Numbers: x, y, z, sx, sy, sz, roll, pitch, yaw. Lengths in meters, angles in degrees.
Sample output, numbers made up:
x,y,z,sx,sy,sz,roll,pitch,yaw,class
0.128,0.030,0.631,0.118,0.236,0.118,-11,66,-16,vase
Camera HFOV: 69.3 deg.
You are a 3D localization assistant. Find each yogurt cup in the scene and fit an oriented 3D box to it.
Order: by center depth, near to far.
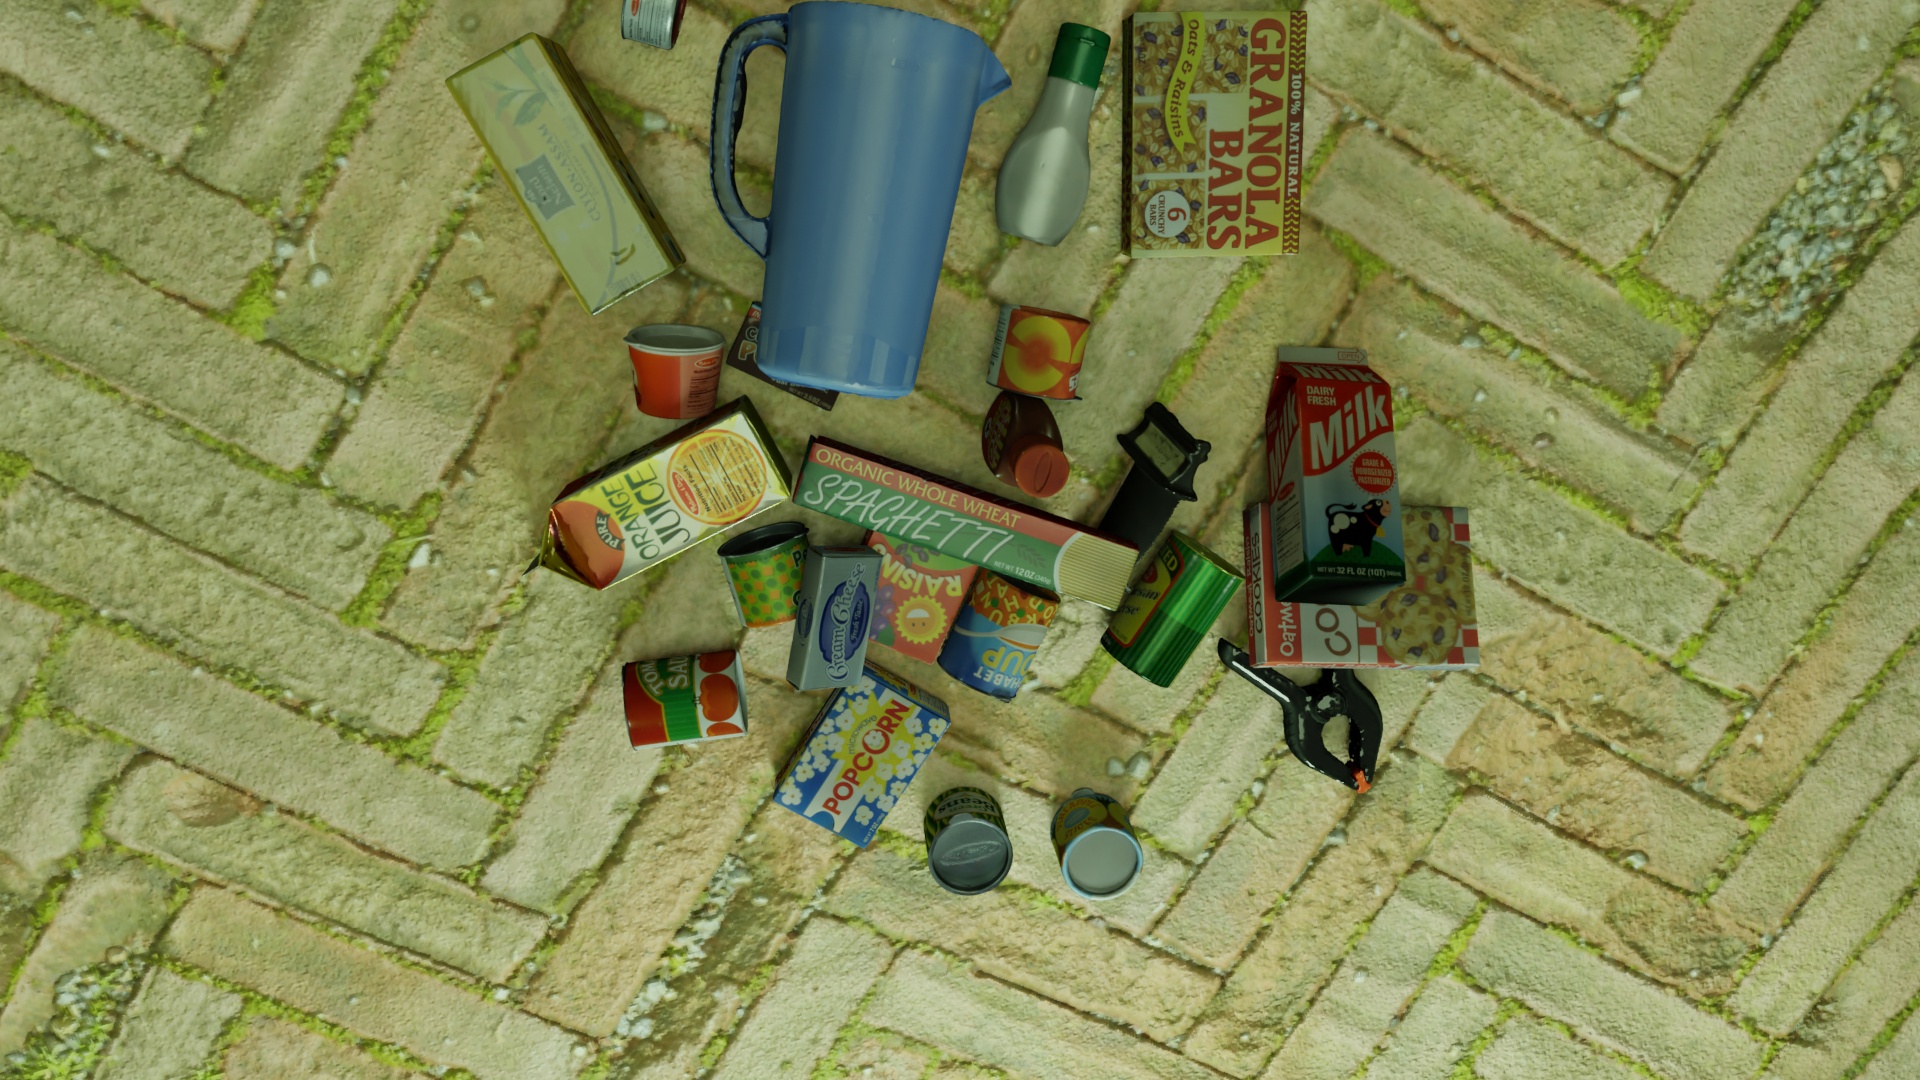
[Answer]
x,y,z,sx,sy,sz,roll,pitch,yaw,class
-0.200,-0.118,0.976,0.072,0.072,0.053,2,113,-7,yogurt cup

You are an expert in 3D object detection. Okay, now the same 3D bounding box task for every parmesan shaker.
x,y,z,sx,sy,sz,roll,pitch,yaw,class
0.161,0.053,1.054,0.071,0.071,0.103,31,100,-13,parmesan shaker

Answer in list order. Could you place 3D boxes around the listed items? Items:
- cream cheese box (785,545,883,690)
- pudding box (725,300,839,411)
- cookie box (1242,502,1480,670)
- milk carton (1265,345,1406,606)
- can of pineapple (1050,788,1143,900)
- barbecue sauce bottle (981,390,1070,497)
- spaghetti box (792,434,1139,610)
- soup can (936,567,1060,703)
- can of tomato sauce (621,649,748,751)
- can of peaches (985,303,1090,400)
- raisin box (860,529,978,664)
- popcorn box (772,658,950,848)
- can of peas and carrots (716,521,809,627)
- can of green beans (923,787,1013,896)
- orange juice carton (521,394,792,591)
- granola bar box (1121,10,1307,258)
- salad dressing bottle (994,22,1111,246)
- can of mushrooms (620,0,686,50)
x,y,z,sx,sy,sz,roll,pitch,yaw,class
-0.091,0.055,1.000,0.053,0.024,0.103,1,107,-39,cream cheese box
-0.120,-0.133,0.997,0.084,0.030,0.049,24,100,-12,pudding box
0.303,0.036,1.057,0.168,0.040,0.123,1,78,-6,cookie box
0.270,-0.054,1.014,0.072,0.073,0.191,2,73,-7,milk carton
0.107,0.242,1.105,0.071,0.058,0.070,-1,105,-5,can of pineapple
0.046,-0.064,0.971,0.044,0.149,0.064,13,104,-10,barbecue sauce bottle
0.004,-0.012,0.997,0.250,0.029,0.050,18,102,-5,spaghetti box
0.031,0.069,1.045,0.071,0.071,0.083,23,101,-11,soup can
-0.204,0.116,1.035,0.083,0.071,0.071,-7,106,-5,can of tomato sauce
0.058,-0.135,0.996,0.071,0.071,0.058,9,103,-8,can of peaches
-0.036,0.020,1.041,0.086,0.040,0.123,22,100,-11,raisin box
-0.077,0.163,1.075,0.085,0.038,0.126,31,99,-14,popcorn box
-0.136,0.024,1.017,0.071,0.071,0.058,-16,107,-2,can of peas and carrots
0.005,0.235,1.092,0.071,0.058,0.071,-1,105,-5,can of green beans
-0.222,-0.026,0.993,0.193,0.072,0.073,-27,106,1,orange juice carton
0.178,-0.286,0.983,0.124,0.039,0.165,-2,105,-5,granola bar box
0.067,-0.283,0.971,0.064,0.044,0.147,15,102,-8,salad dressing bottle
-0.199,-0.360,0.912,0.033,0.071,0.071,13,103,-9,can of mushrooms
